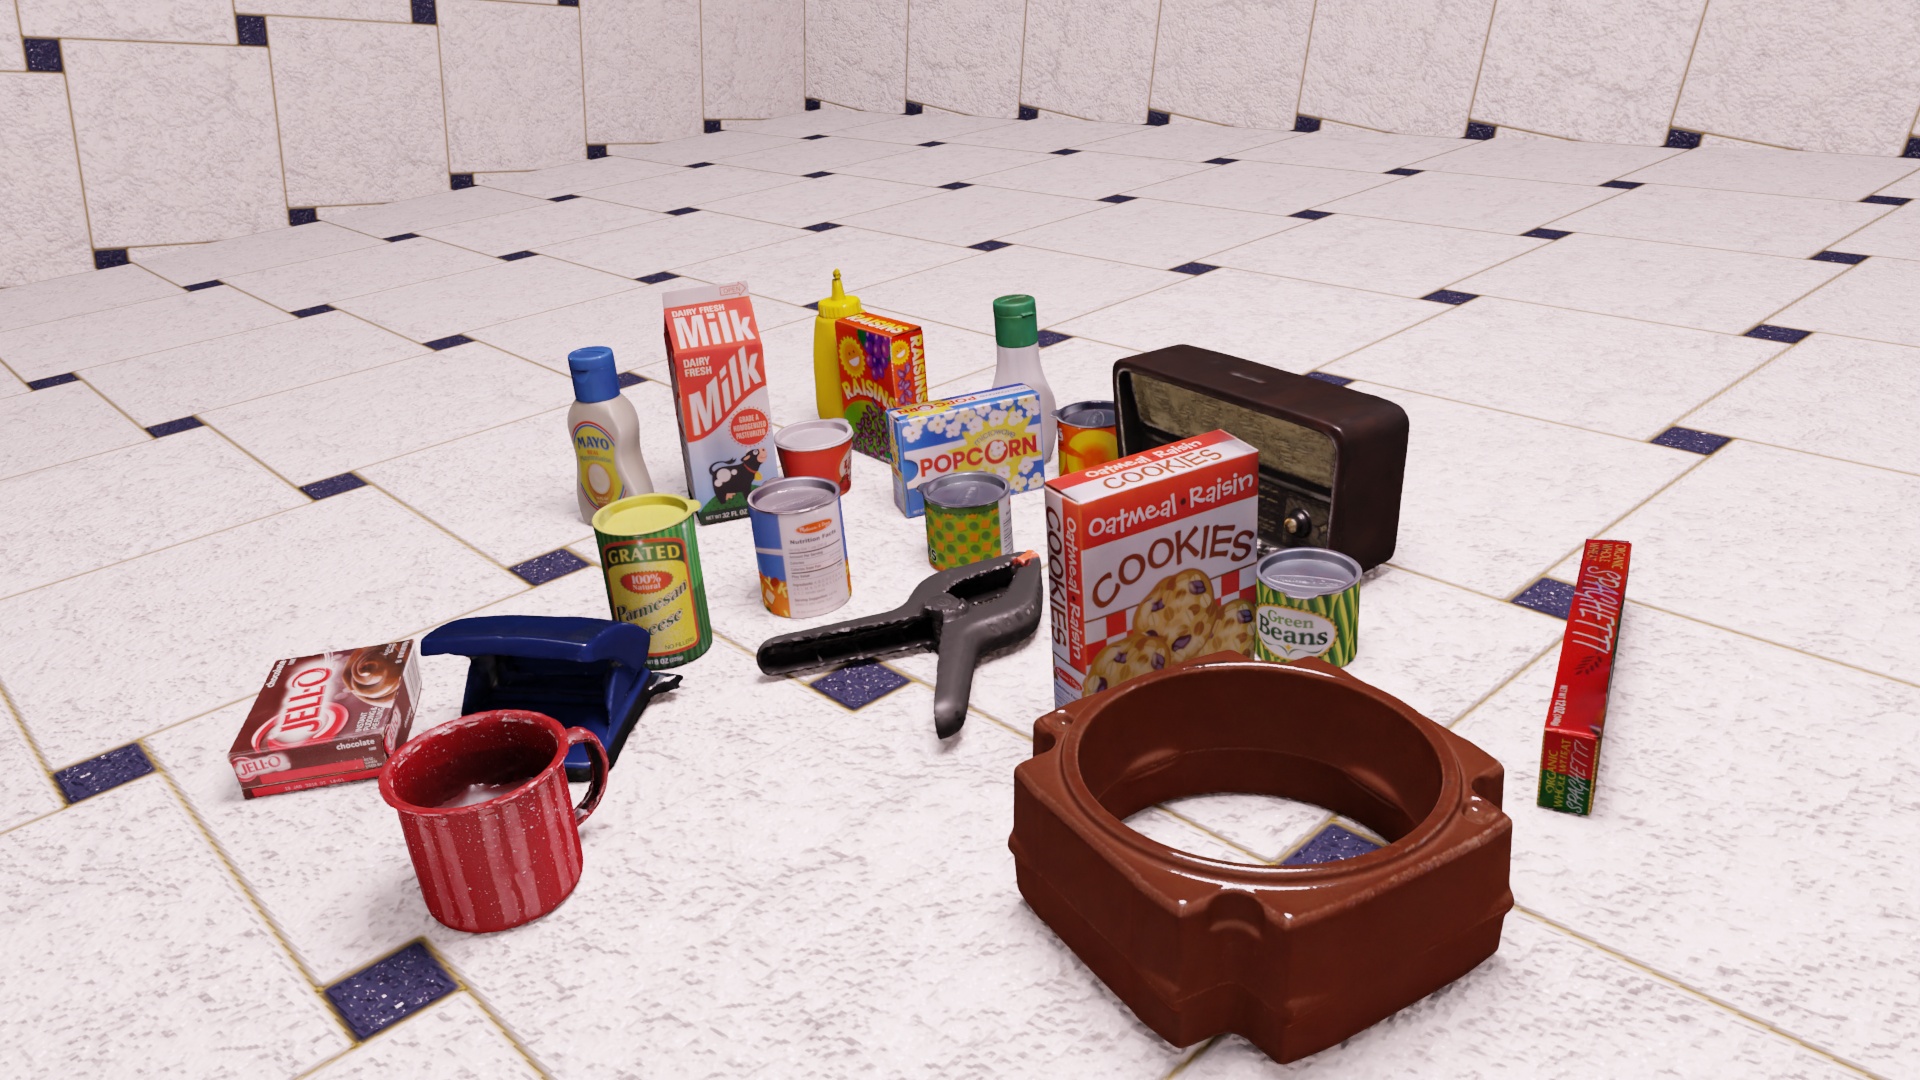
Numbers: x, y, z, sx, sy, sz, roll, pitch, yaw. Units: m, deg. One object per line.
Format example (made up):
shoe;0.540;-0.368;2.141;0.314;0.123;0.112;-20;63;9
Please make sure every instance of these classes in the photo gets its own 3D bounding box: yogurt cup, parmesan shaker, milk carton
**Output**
yogurt cup;-0.123;-0.068;1.189;0.072;0.053;0.073;-4;25;2
parmesan shaker;-0.204;0.027;0.939;0.071;0.102;0.071;-4;25;2
milk carton;-0.198;-0.117;1.145;0.072;0.189;0.073;-12;25;-15

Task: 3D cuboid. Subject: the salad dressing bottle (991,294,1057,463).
salad dressing bottle;0.051;-0.137;1.197;0.064;0.147;0.044;-19;28;-28

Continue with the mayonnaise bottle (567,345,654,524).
mayonnaise bottle;-0.292;-0.084;1.141;0.065;0.147;0.041;5;26;21

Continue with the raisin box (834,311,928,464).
raisin box;-0.068;-0.136;1.244;0.040;0.122;0.086;-22;30;-34

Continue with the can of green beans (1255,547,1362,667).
can of green beans;0.220;0.044;0.885;0.071;0.057;0.071;-4;25;2

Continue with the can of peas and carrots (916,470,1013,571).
can of peas and carrots;0.004;-0.013;1.044;0.071;0.058;0.071;-4;25;2

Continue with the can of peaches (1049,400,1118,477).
can of peaches;0.112;-0.081;1.172;0.071;0.057;0.071;-4;25;2

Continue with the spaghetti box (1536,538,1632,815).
spaghetti box;0.368;0.070;0.814;0.029;0.050;0.251;8;28;26

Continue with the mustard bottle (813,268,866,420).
mustard bottle;-0.107;-0.176;1.294;0.049;0.159;0.065;15;31;36

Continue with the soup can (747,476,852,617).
soup can;-0.116;0.003;0.999;0.071;0.083;0.071;-4;25;2

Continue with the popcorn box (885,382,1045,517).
popcorn box;0.005;-0.076;1.147;0.127;0.084;0.038;-13;26;-18

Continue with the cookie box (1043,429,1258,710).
cookie box;0.111;0.032;0.801;0.123;0.166;0.040;-17;27;-25
